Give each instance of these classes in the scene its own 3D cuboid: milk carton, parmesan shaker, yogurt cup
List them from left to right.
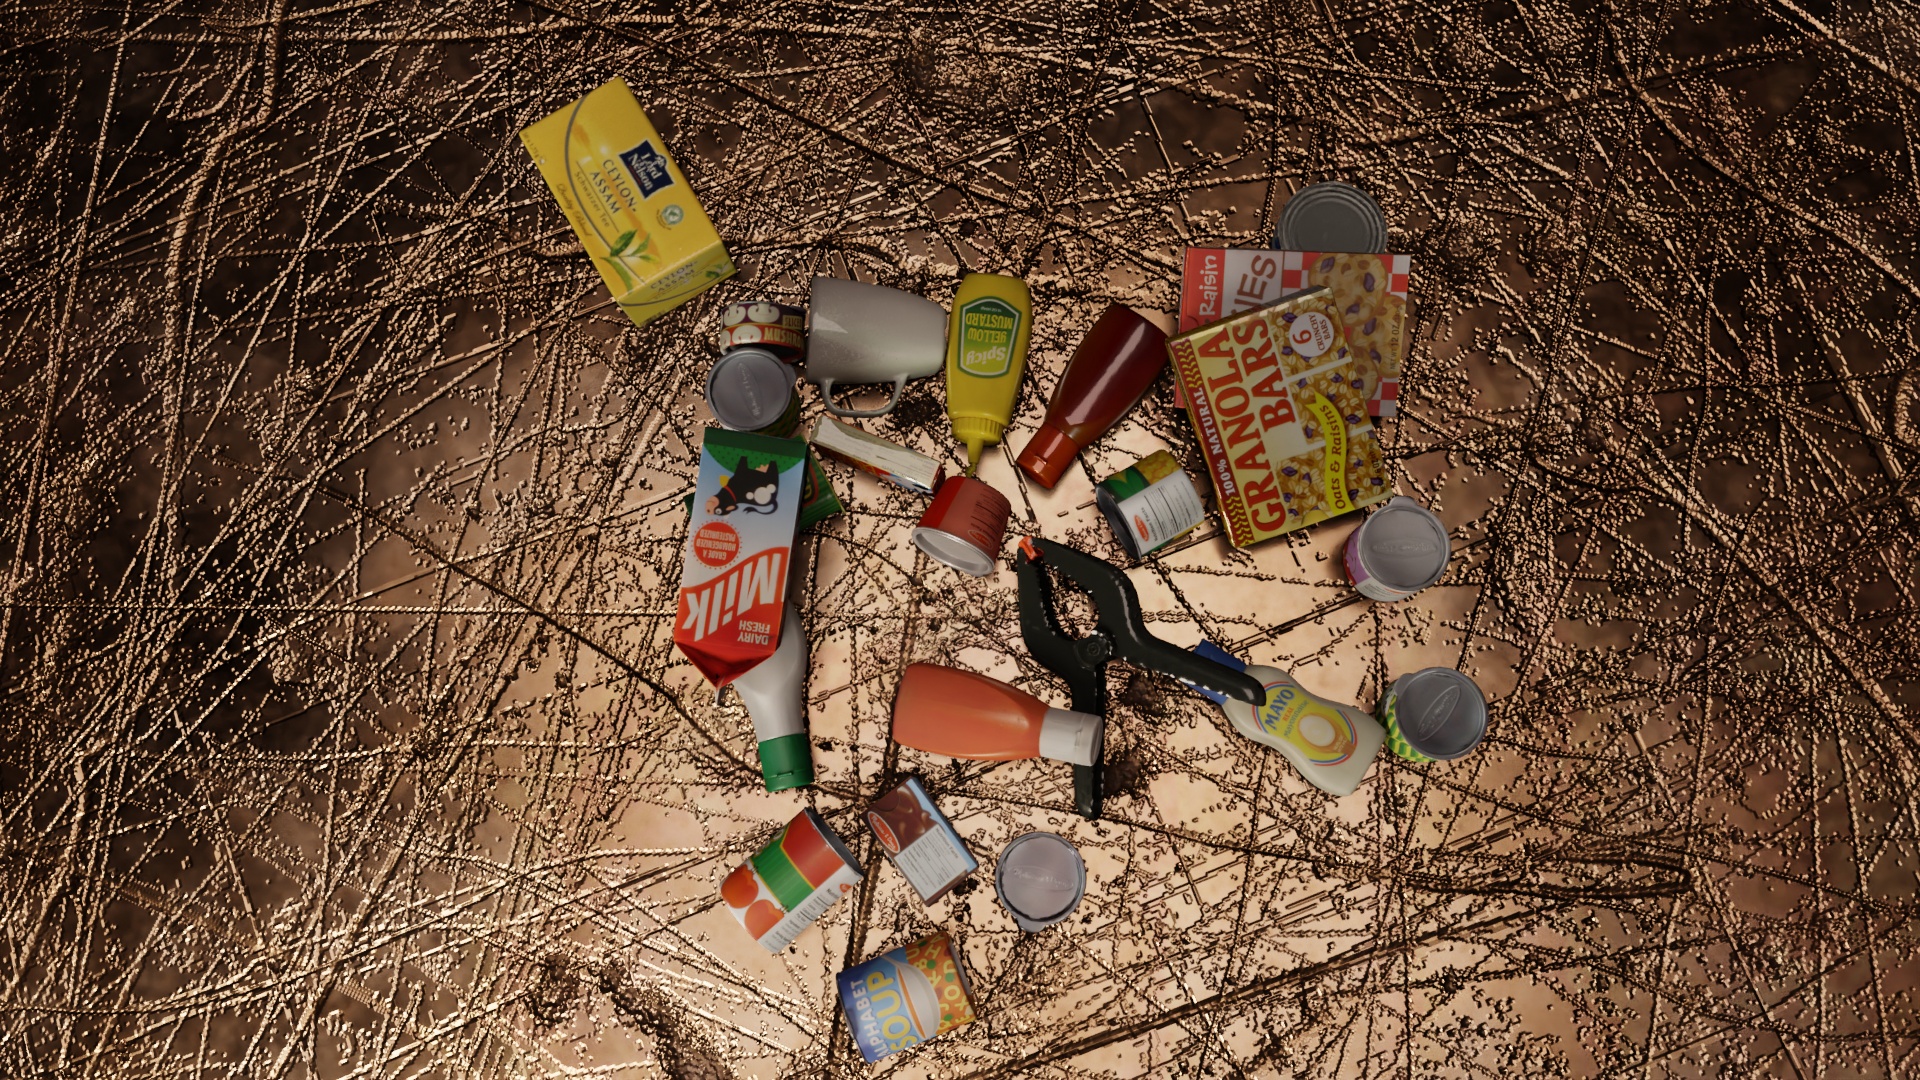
[{"bbox_3d":[-0.156,0.020,0.984,0.073,0.072,0.190,9,90,-4],"label":"milk carton"},{"bbox_3d":[-0.148,-0.026,1.054,0.103,0.071,0.071,-29,79,-4],"label":"parmesan shaker"},{"bbox_3d":[0.004,-0.013,1.049,0.072,0.072,0.054,23,73,6],"label":"yogurt cup"}]

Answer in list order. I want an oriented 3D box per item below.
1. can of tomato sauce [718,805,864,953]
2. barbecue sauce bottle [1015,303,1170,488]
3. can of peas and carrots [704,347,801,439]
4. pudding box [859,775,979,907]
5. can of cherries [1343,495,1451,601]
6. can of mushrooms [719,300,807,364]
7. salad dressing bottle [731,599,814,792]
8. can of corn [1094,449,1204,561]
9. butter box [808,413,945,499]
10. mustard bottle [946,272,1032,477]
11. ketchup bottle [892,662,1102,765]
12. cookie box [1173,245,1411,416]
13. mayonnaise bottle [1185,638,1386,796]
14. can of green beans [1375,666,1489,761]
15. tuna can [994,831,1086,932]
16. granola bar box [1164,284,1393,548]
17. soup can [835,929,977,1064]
[{"bbox_3d":[-0.123,0.243,1.000,0.083,0.071,0.071,-41,80,-5],"label":"can of tomato sauce"},{"bbox_3d":[0.100,-0.109,1.075,0.065,0.043,0.149,36,82,8],"label":"barbecue sauce bottle"},{"bbox_3d":[-0.157,-0.110,1.075,0.071,0.058,0.071,0,79,1],"label":"can of peas and carrots"},{"bbox_3d":[-0.029,0.220,1.019,0.050,0.030,0.084,-38,80,-4],"label":"pudding box"},{"bbox_3d":[0.325,0.007,1.037,0.071,0.058,0.071,-1,79,3],"label":"can of cherries"},{"bbox_3d":[-0.152,-0.161,1.080,0.071,0.071,0.033,0,80,2],"label":"can of mushrooms"},{"bbox_3d":[-0.141,0.112,1.039,0.064,0.044,0.148,-12,80,-1],"label":"salad dressing bottle"},{"bbox_3d":[0.142,-0.028,1.048,0.058,0.071,0.071,-29,79,-5],"label":"can of corn"},{"bbox_3d":[-0.063,-0.064,1.066,0.103,0.053,0.024,22,84,7],"label":"butter box"},{"bbox_3d":[0.019,-0.126,1.078,0.065,0.048,0.160,5,79,4],"label":"mustard bottle"},{"bbox_3d":[0.027,0.132,1.011,0.149,0.043,0.065,9,85,18],"label":"ketchup bottle"},{"bbox_3d":[0.251,-0.160,1.062,0.167,0.040,0.122,3,100,2],"label":"cookie box"},{"bbox_3d":[0.234,0.126,1.024,0.148,0.041,0.065,31,83,8],"label":"mayonnaise bottle"},{"bbox_3d":[0.342,0.127,1.012,0.071,0.057,0.071,0,79,2],"label":"can of green beans"},{"bbox_3d":[0.058,0.247,1.010,0.071,0.032,0.071,0,79,2],"label":"tuna can"},{"bbox_3d":[0.237,-0.091,1.034,0.124,0.039,0.165,-19,99,6],"label":"granola bar box"},{"bbox_3d":[-0.038,0.321,0.978,0.084,0.071,0.071,-22,79,-3],"label":"soup can"}]
